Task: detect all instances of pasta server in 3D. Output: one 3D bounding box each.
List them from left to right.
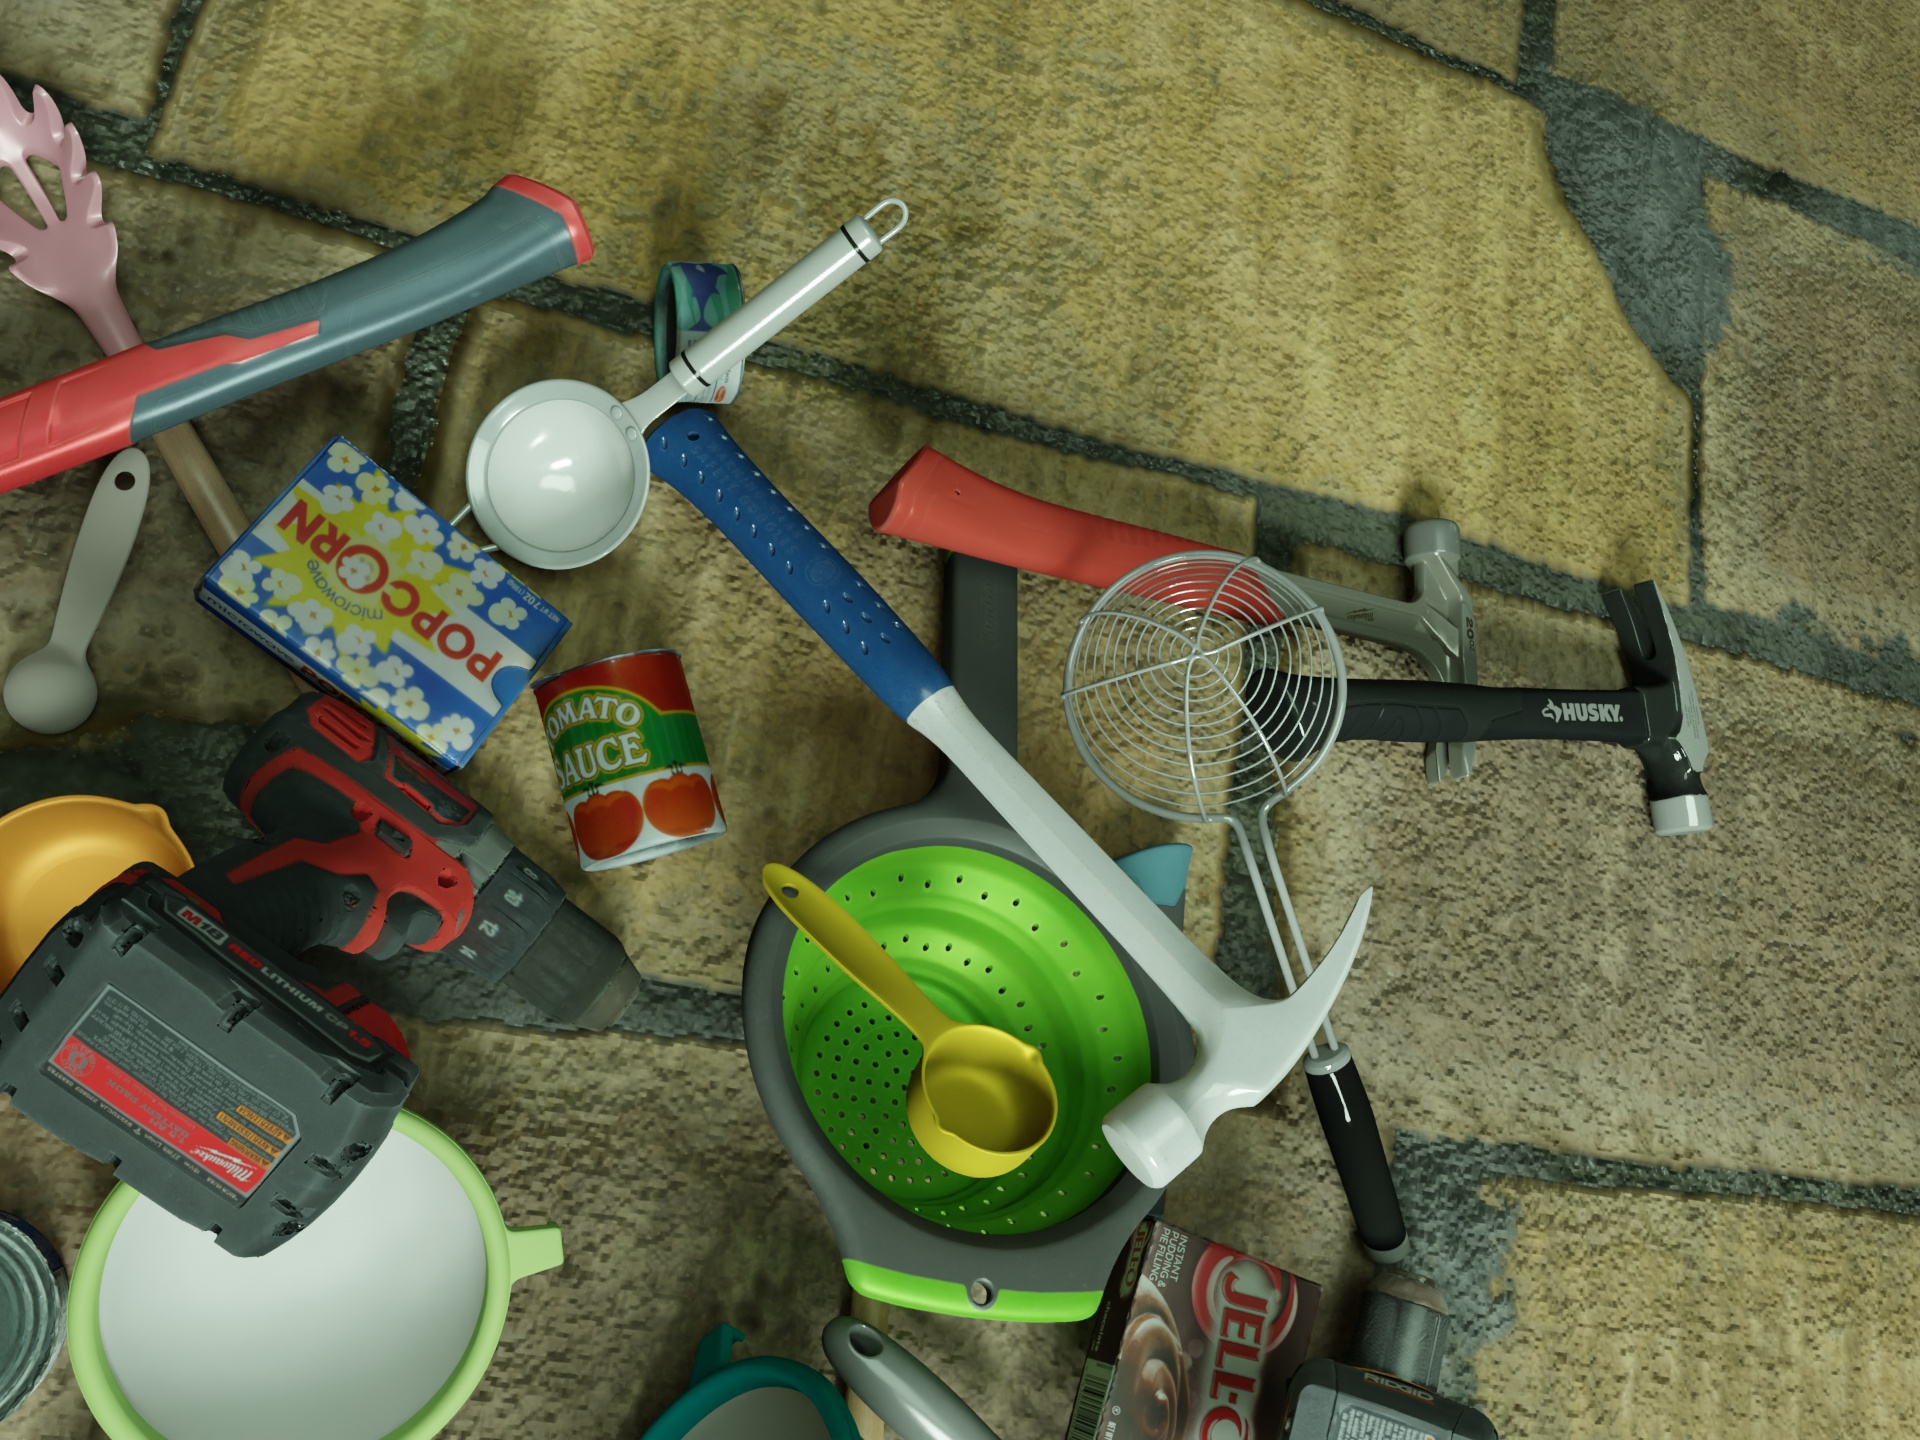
[{"bbox_3d":[-0.340,-0.127,0.679,0.060,0.040,0.316,-30,90,-12],"label":"pasta server"}]

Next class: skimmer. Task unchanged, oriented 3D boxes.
[{"bbox_3d":[0.154,0.097,0.764,0.127,0.090,0.363,-19,111,5],"label":"skimmer"}]

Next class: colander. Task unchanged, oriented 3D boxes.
[{"bbox_3d":[-0.007,0.077,0.737,0.204,0.094,0.397,14,55,-19],"label":"colander"}]

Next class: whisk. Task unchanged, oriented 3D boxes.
[{"bbox_3d":[0.031,0.335,0.667,0.239,0.055,0.055,42,67,-1],"label":"whisk"}]

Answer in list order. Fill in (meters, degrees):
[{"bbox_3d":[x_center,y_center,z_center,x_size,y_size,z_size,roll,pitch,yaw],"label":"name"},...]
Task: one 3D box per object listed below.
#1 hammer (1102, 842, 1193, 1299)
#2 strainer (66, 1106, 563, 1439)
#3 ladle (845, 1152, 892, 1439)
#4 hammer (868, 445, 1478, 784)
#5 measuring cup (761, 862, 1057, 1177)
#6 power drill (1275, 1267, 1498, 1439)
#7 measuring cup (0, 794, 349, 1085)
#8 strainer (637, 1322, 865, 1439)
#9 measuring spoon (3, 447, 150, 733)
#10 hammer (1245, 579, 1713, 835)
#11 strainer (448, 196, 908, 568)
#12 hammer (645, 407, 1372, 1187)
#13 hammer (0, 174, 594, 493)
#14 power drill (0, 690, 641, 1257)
[{"bbox_3d":[0.082,0.219,0.755,0.128,0.033,0.331,10,74,-17],"label":"hammer"},{"bbox_3d":[-0.281,0.253,0.600,0.151,0.069,0.256,38,80,-16],"label":"strainer"},{"bbox_3d":[-0.044,0.346,0.666,0.078,0.062,0.320,2,72,1],"label":"ladle"},{"bbox_3d":[0.122,-0.065,0.815,0.358,0.037,0.149,10,73,-26],"label":"hammer"},{"bbox_3d":[-0.028,0.117,0.629,0.157,0.029,0.062,42,41,19],"label":"measuring cup"},{"bbox_3d":[0.176,0.320,0.674,0.084,0.226,0.185,13,70,19],"label":"power drill"},{"bbox_3d":[-0.308,0.101,0.628,0.173,0.052,0.095,36,68,-11],"label":"measuring cup"},{"bbox_3d":[-0.037,0.354,0.526,0.095,0.340,0.211,35,72,-27],"label":"strainer"},{"bbox_3d":[-0.359,-0.055,0.651,0.034,0.018,0.124,17,84,-12],"label":"measuring spoon"},{"bbox_3d":[0.285,-0.009,0.850,0.334,0.035,0.146,1,79,-32],"label":"hammer"},{"bbox_3d":[-0.126,-0.149,0.714,0.258,0.050,0.087,-35,86,12],"label":"strainer"},{"bbox_3d":[-0.001,-0.002,0.686,0.144,0.035,0.406,-36,67,-18],"label":"hammer"},{"bbox_3d":[-0.326,-0.119,0.645,0.386,0.038,0.143,-26,86,-13],"label":"hammer"},{"bbox_3d":[-0.216,0.090,0.588,0.187,0.227,0.080,40,105,-11],"label":"power drill"}]
